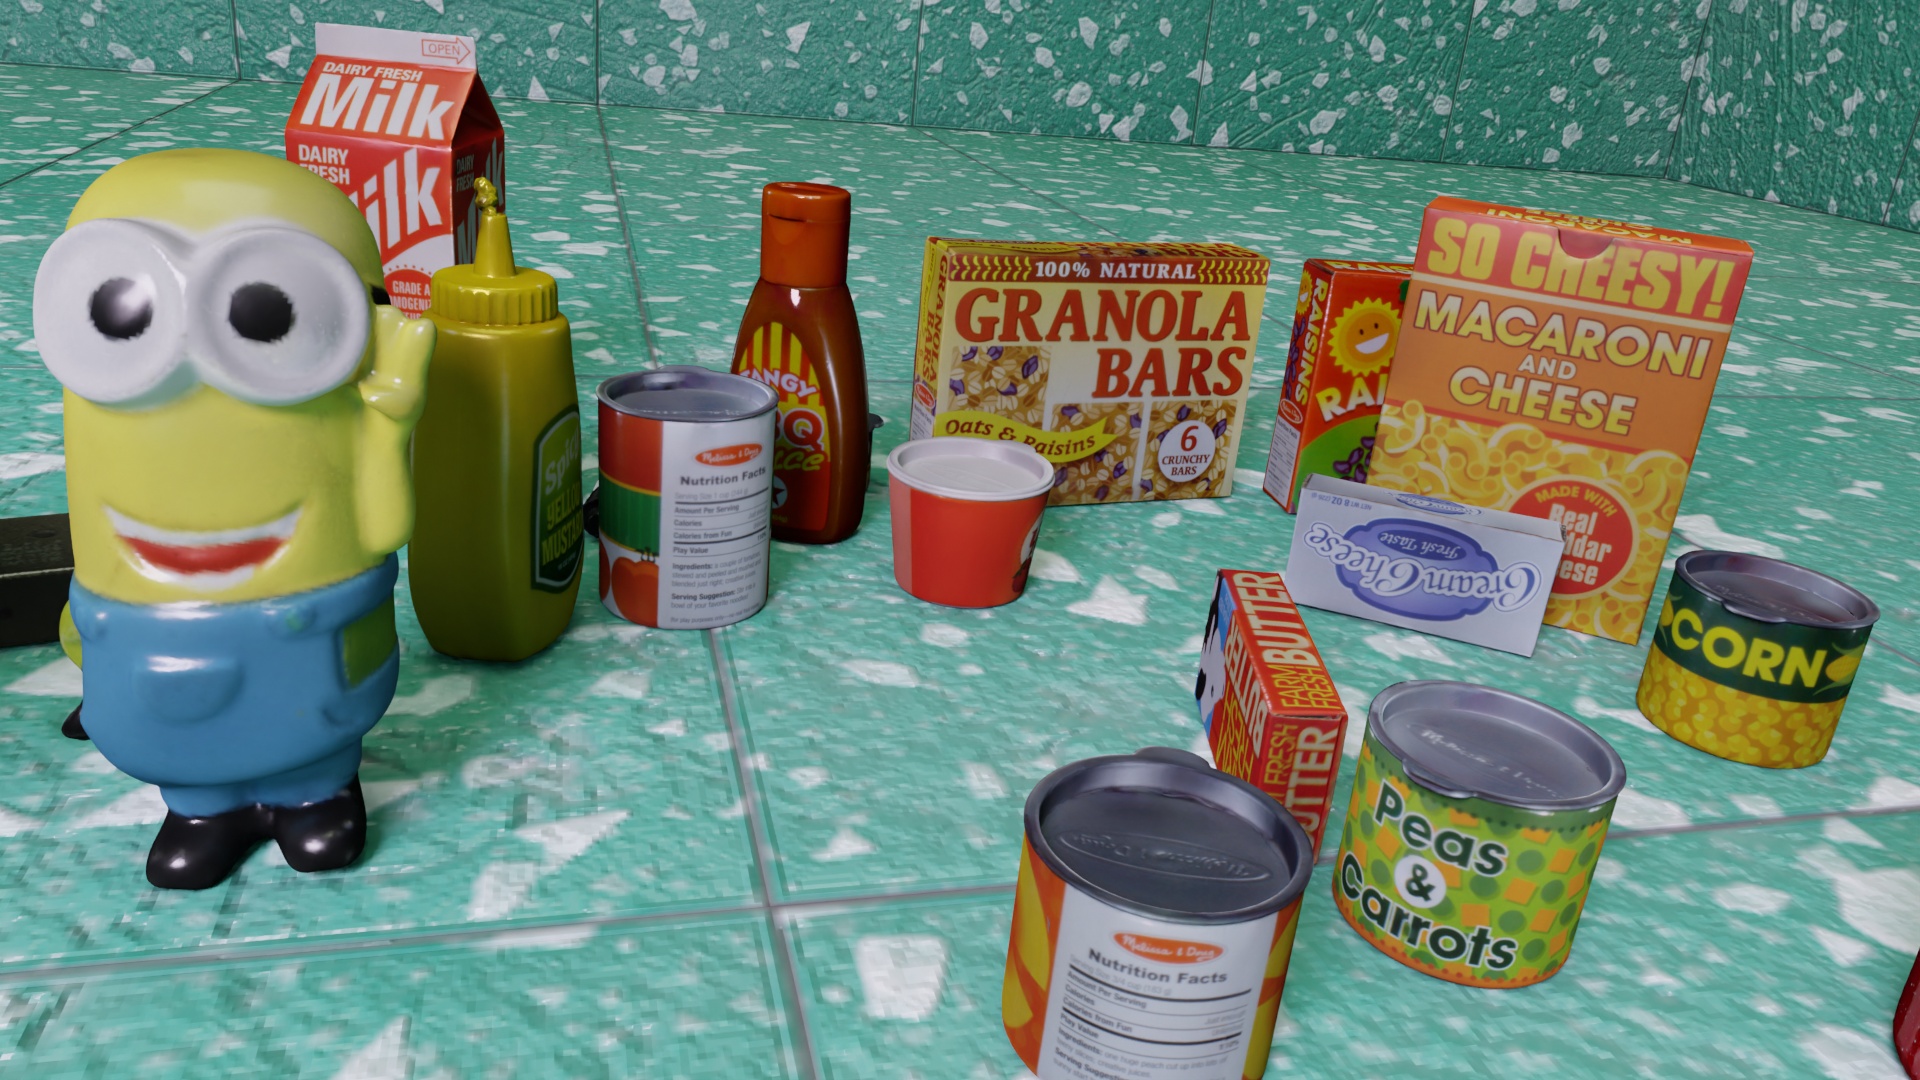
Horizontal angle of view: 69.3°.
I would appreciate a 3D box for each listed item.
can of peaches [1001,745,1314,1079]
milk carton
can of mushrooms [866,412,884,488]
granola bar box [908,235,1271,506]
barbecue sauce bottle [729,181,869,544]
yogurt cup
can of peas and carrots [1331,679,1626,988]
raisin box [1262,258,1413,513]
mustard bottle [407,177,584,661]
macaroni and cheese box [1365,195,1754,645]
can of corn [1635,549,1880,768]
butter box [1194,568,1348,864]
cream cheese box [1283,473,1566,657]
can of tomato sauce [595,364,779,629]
[{"bbox_3d":[0.045,0.091,0.330,0.071,0.057,0.071,5,22,-2],"label":"can of peaches"},{"bbox_3d":[-0.252,-0.132,0.631,0.072,0.189,0.074,5,21,-1],"label":"milk carton"},{"bbox_3d":[-0.073,-0.044,0.666,0.071,0.033,0.071,5,22,-2],"label":"can of mushrooms"},{"bbox_3d":[0.060,-0.081,0.670,0.166,0.123,0.039,-4,23,-22],"label":"granola bar box"},{"bbox_3d":[-0.069,-0.075,0.593,0.065,0.148,0.044,13,23,19],"label":"barbecue sauce bottle"},{"bbox_3d":[0.002,-0.007,0.567,0.072,0.053,0.073,5,22,-2],"label":"yogurt cup"},{"bbox_3d":[0.139,0.080,0.380,0.071,0.058,0.071,5,22,-2],"label":"can of peas and carrots"},{"bbox_3d":[0.207,-0.075,0.694,0.086,0.123,0.040,2,22,-9],"label":"raisin box"},{"bbox_3d":[-0.156,-0.040,0.468,0.049,0.159,0.065,7,22,4],"label":"mustard bottle"},{"bbox_3d":[0.243,-0.051,0.586,0.124,0.165,0.040,14,23,21],"label":"macaroni and cheese box"},{"bbox_3d":[0.288,0.043,0.508,0.071,0.058,0.071,5,22,-2],"label":"can of corn"},{"bbox_3d":[0.097,0.053,0.444,0.024,0.053,0.104,5,22,-1],"label":"butter box"},{"bbox_3d":[0.189,0.010,0.573,0.104,0.053,0.024,13,23,17],"label":"cream cheese box"},{"bbox_3d":[-0.105,-0.018,0.528,0.071,0.082,0.071,5,22,-2],"label":"can of tomato sauce"}]
